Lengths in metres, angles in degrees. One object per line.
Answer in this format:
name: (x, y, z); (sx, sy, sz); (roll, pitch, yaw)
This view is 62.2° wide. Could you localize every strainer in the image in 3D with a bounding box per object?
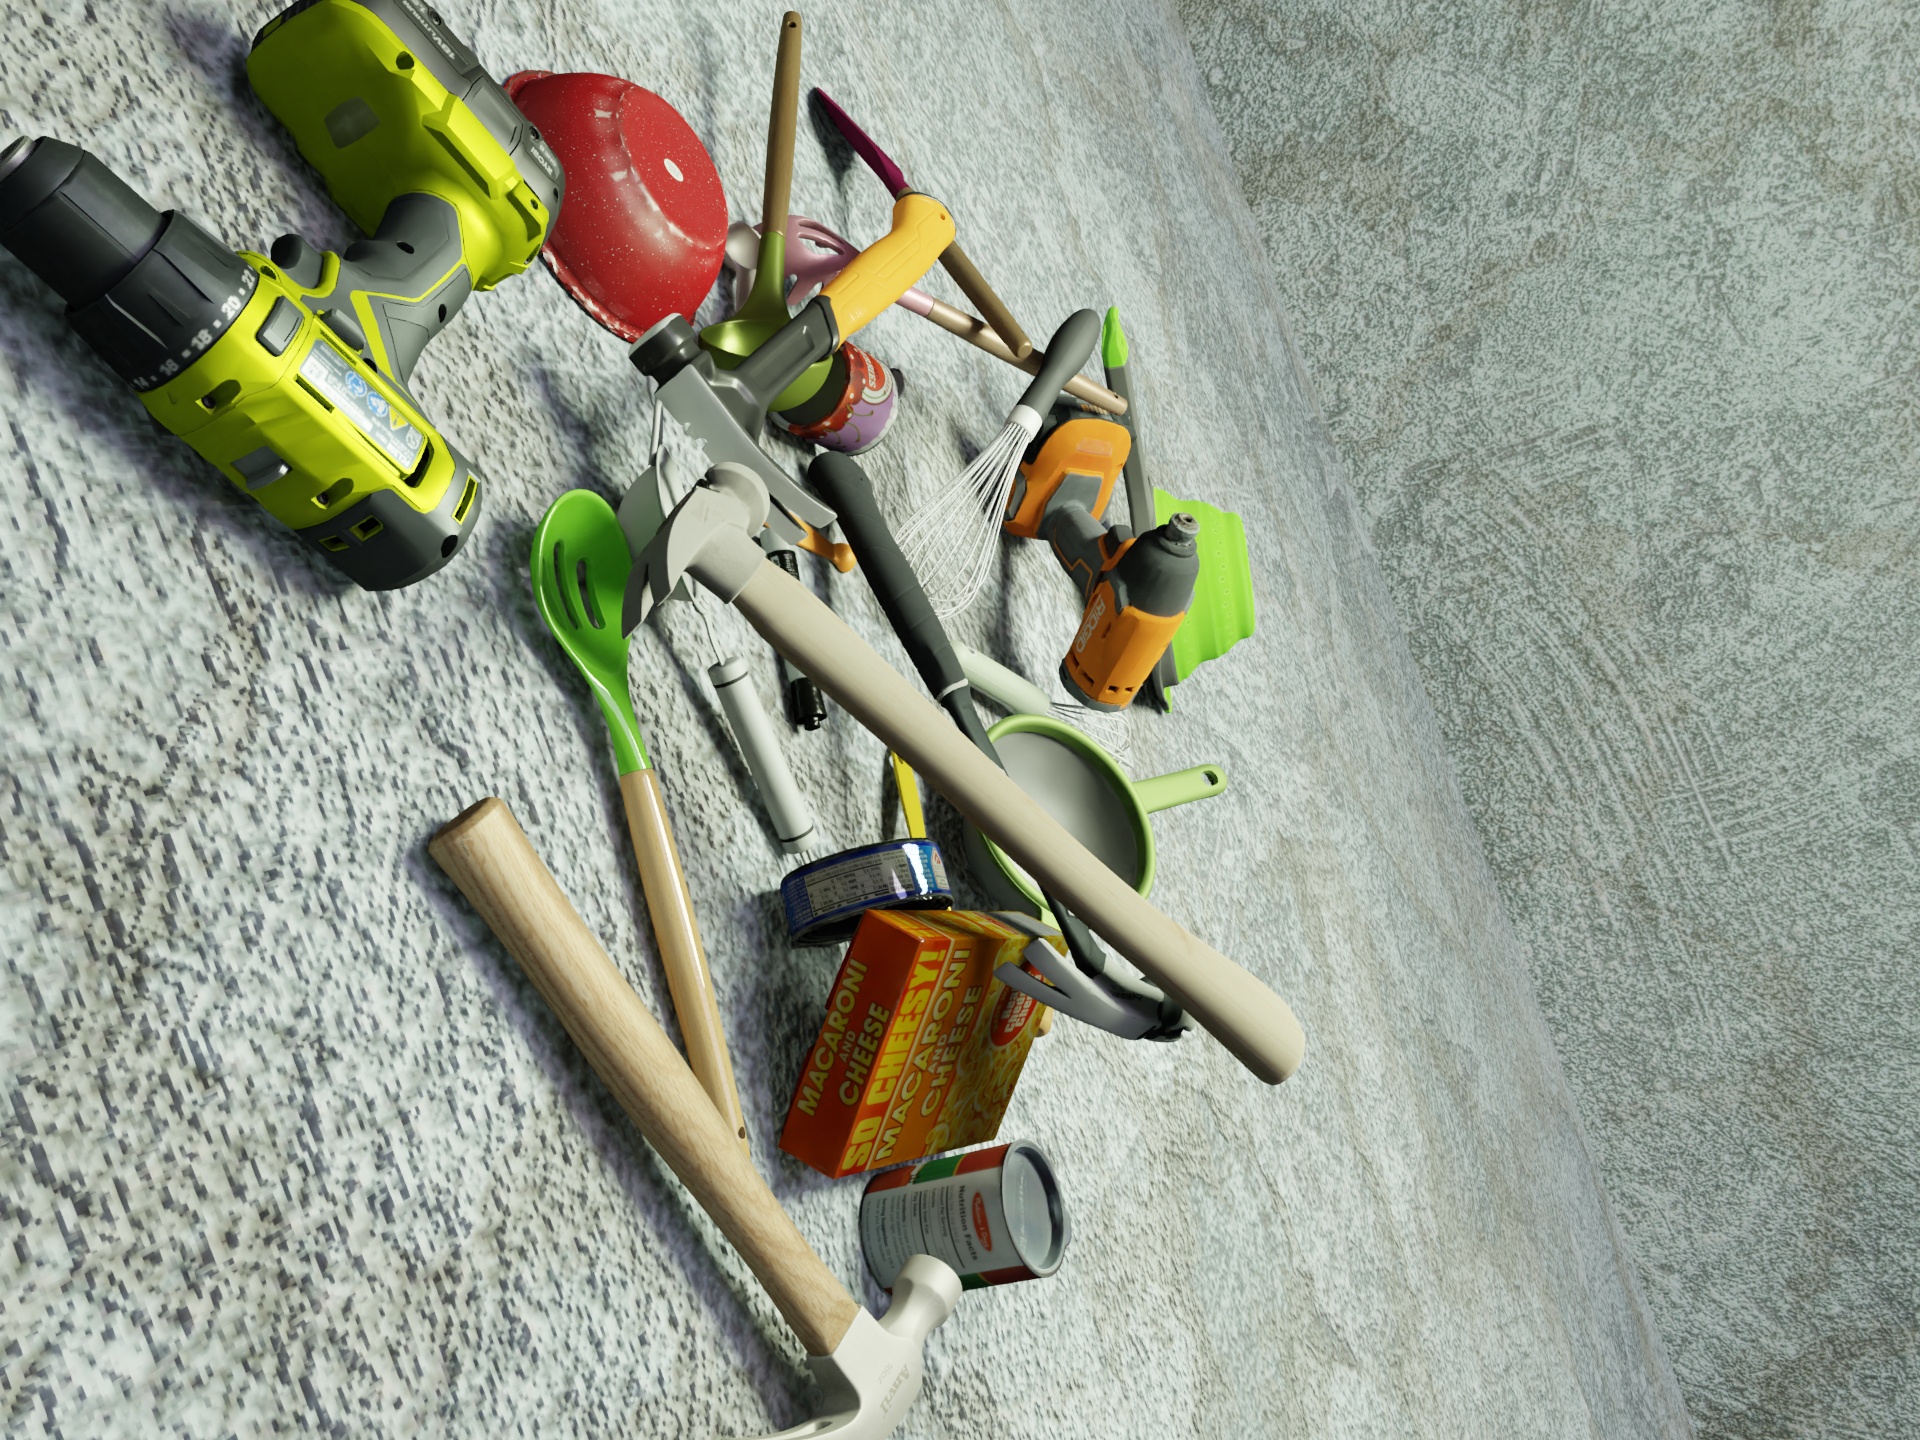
strainer: (-0.123, -0.031, 0.804); (0.087, 0.050, 0.258); (-101, 170, -73)
strainer: (0.086, 0.069, 1.069); (0.256, 0.069, 0.151); (-11, 69, -46)

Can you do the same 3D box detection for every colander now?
colander: (0.190, -0.178, 1.341); (0.396, 0.094, 0.205); (73, 14, -45)

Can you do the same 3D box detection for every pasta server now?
pasta server: (-0.007, -0.269, 1.091); (0.316, 0.040, 0.060); (18, 54, -36)

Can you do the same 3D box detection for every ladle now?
ladle: (-0.111, -0.323, 0.973); (0.078, 0.062, 0.320); (7, 65, -12)

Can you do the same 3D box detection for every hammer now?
hammer: (-0.114, 0.175, 0.663); (0.331, 0.031, 0.130); (59, 39, -17)
hammer: (-0.001, -0.003, 0.895); (0.149, 0.036, 0.409); (22, 34, -53)
hammer: (0.017, 0.046, 0.752); (0.410, 0.038, 0.146); (42, 24, -14)
hammer: (-0.064, -0.226, 0.906); (0.127, 0.034, 0.337); (50, 36, -16)

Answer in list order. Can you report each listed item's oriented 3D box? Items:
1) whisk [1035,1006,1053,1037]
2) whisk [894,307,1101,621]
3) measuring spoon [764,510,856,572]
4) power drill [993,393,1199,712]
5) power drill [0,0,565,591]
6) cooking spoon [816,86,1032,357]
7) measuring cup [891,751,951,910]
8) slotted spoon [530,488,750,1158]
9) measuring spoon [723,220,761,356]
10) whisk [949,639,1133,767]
whisk: (0.069, 0.113, 1.089); (0.047, 0.051, 0.245); (59, 30, -36)
whisk: (0.027, -0.175, 1.070); (0.070, 0.070, 0.285); (50, 60, -37)
measuring spoon: (-0.096, -0.116, 0.954); (0.116, 0.011, 0.021); (28, 47, -55)
power drill: (0.105, -0.140, 1.166); (0.084, 0.164, 0.227); (3, 47, -24)
power drill: (-0.250, -0.187, 0.619); (0.190, 0.080, 0.229); (48, 35, -39)
cooking spoon: (-0.029, -0.362, 1.141); (0.068, 0.017, 0.319); (25, 27, -54)
measuring cup: (-0.036, 0.073, 0.933); (0.062, 0.029, 0.157); (46, 22, -41)
slotted spoon: (-0.143, 0.049, 0.722); (0.070, 0.031, 0.314); (-6, 79, -64)
measuring spoon: (-0.134, -0.248, 0.976); (0.034, 0.018, 0.124); (8, 70, -42)
whisk: (0.057, -0.008, 1.155); (0.058, 0.059, 0.246); (41, 8, 39)
